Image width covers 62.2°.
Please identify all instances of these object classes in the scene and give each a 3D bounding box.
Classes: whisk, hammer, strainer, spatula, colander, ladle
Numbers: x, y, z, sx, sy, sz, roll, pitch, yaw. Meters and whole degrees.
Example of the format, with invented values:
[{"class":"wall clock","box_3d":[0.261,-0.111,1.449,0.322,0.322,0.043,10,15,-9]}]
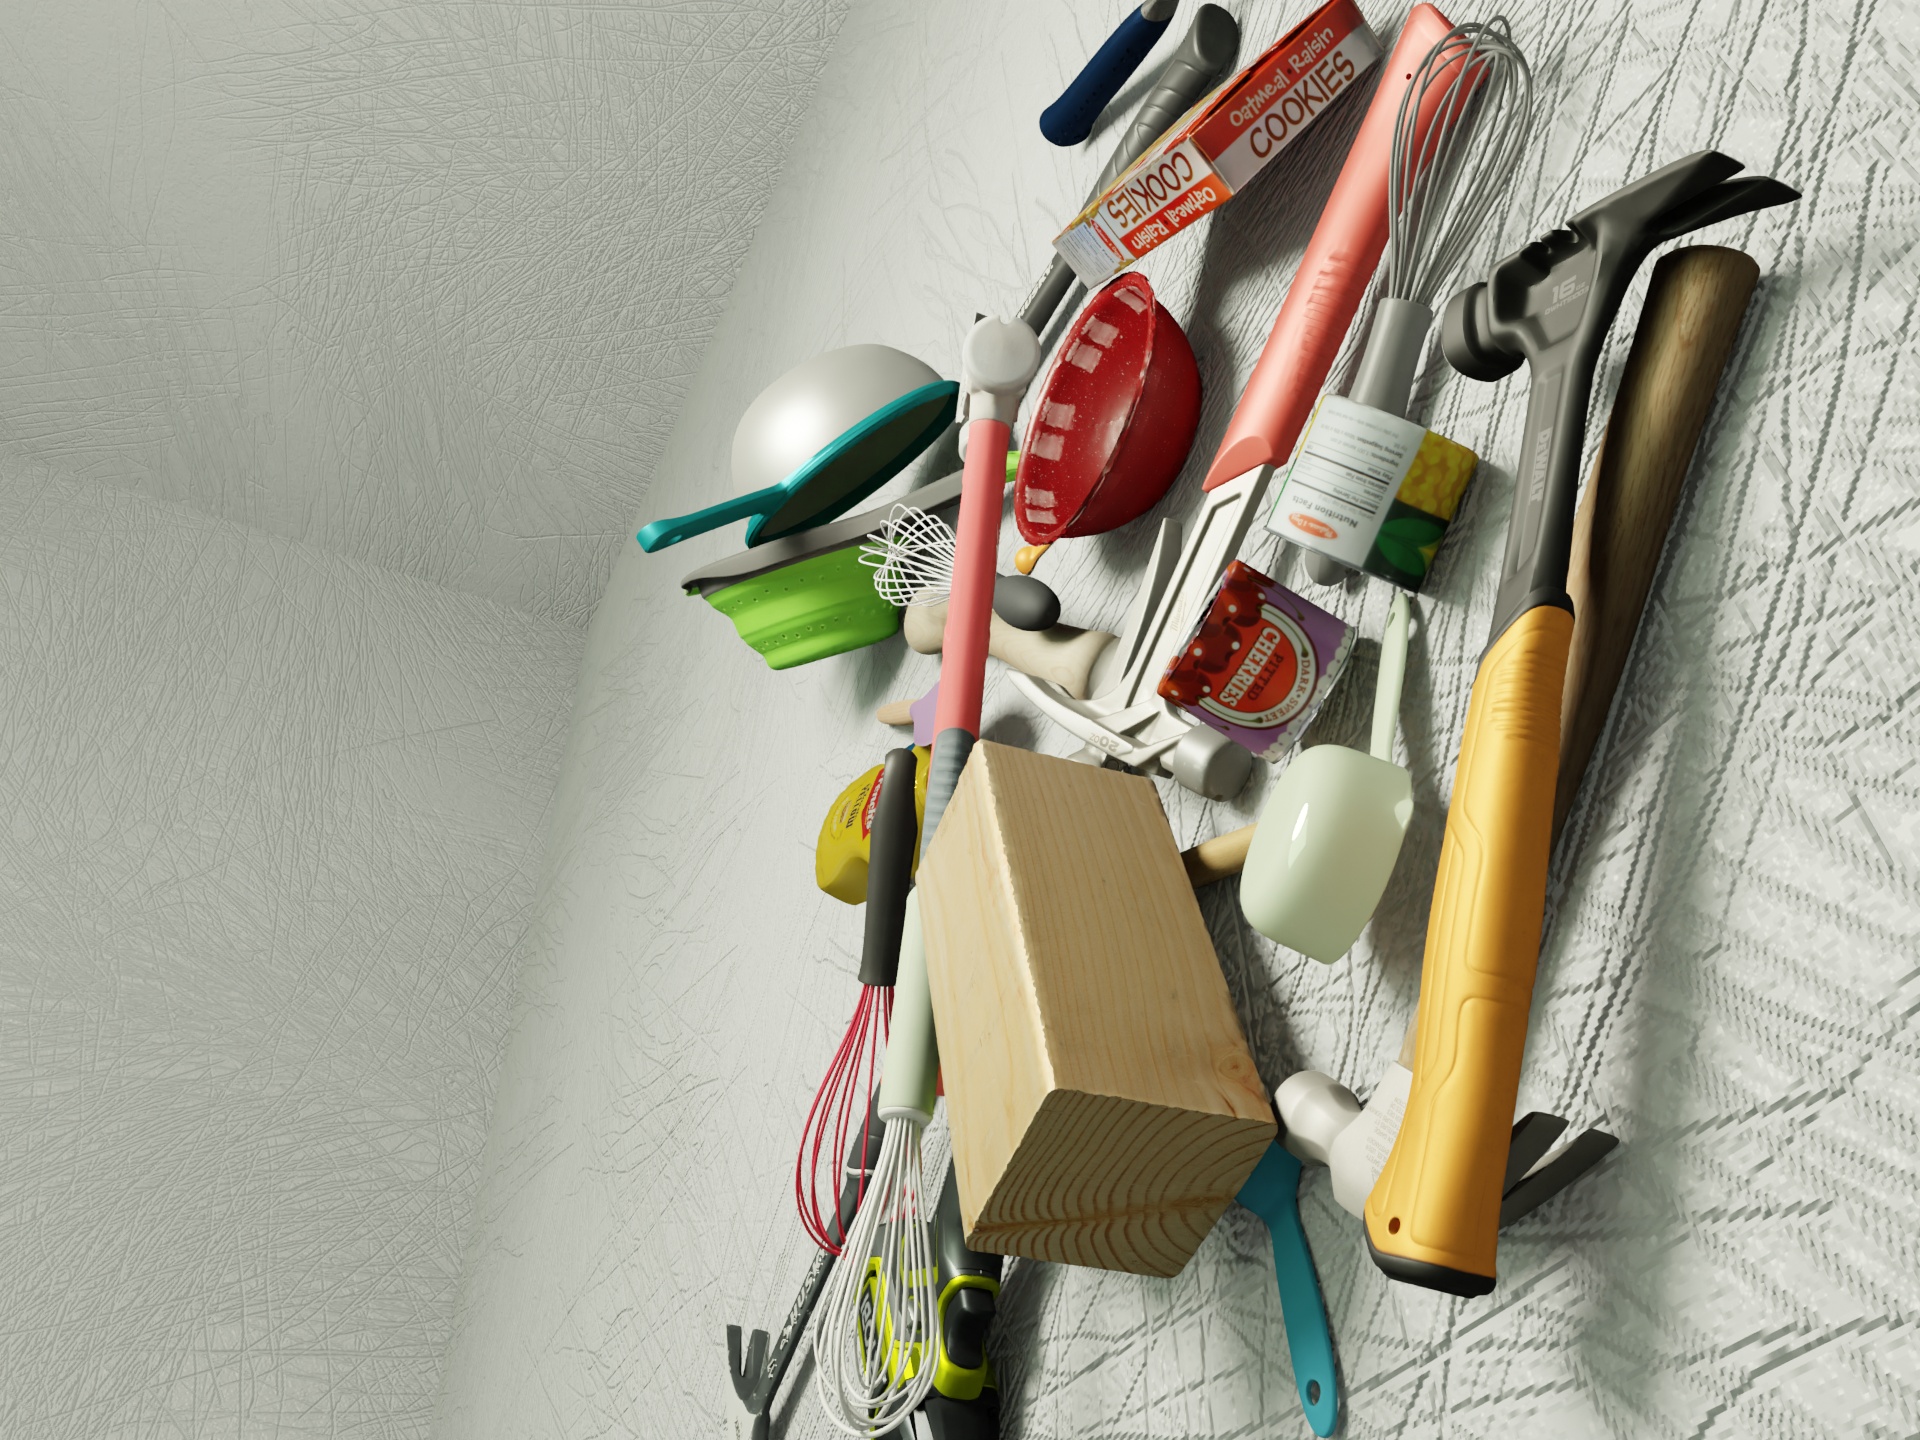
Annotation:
[{"class":"whisk","box_3d":[-0.047,0.161,0.871,0.073,0.073,0.296,-159,74,-71]},{"class":"hammer","box_3d":[-0.001,-0.003,0.831,0.143,0.038,0.386,114,162,-86]},{"class":"whisk","box_3d":[-0.026,0.183,0.700,0.059,0.057,0.247,-15,52,31]},{"class":"strainer","box_3d":[-0.140,-0.208,1.200,0.211,0.095,0.340,-38,-4,40]},{"class":"hammer","box_3d":[-0.065,0.288,0.971,0.149,0.036,0.409,-120,51,-66]},{"class":"hammer","box_3d":[0.085,-0.334,1.086,0.334,0.035,0.146,-53,24,42]},{"class":"hammer","box_3d":[0.171,-0.002,0.475,0.127,0.034,0.337,157,128,-68]},{"class":"spatula","box_3d":[-0.030,-0.008,1.080,0.060,0.018,0.316,-63,9,-6]},{"class":"colander","box_3d":[-0.062,-0.111,1.212,0.397,0.204,0.094,-14,94,50]},{"class":"hammer","box_3d":[0.038,-0.060,0.984,0.146,0.038,0.411,-70,19,3]},{"class":"hammer","box_3d":[0.123,-0.452,0.999,0.035,0.144,0.405,68,166,-4]},{"class":"hammer","box_3d":[0.191,0.008,0.513,0.130,0.031,0.331,-157,85,-71]},{"class":"whisk","box_3d":[0.186,-0.171,0.662,0.055,0.055,0.239,-143,68,-70]},{"class":"ladle","box_3d":[0.083,0.079,0.755,0.315,0.031,0.069,-34,45,58]},{"class":"hammer","box_3d":[0.140,-0.149,0.735,0.149,0.036,0.359,32,102,48]},{"class":"whisk","box_3d":[-0.001,-0.091,0.989,0.285,0.070,0.070,32,104,66]}]

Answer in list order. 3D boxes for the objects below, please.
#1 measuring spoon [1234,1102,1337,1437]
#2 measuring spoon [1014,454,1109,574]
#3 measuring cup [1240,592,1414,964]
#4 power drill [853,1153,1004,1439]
[{"class":"measuring spoon","box_3d":[0.113,0.195,0.577,0.129,0.021,0.042,-94,28,-49]},{"class":"measuring spoon","box_3d":[0.063,-0.132,1.013,0.117,0.011,0.021,130,151,-48]},{"class":"measuring cup","box_3d":[0.140,0.010,0.594,0.083,0.038,0.168,111,179,-56]},{"class":"power drill","box_3d":[0.013,0.248,0.733,0.171,0.080,0.223,-110,38,-62]}]
